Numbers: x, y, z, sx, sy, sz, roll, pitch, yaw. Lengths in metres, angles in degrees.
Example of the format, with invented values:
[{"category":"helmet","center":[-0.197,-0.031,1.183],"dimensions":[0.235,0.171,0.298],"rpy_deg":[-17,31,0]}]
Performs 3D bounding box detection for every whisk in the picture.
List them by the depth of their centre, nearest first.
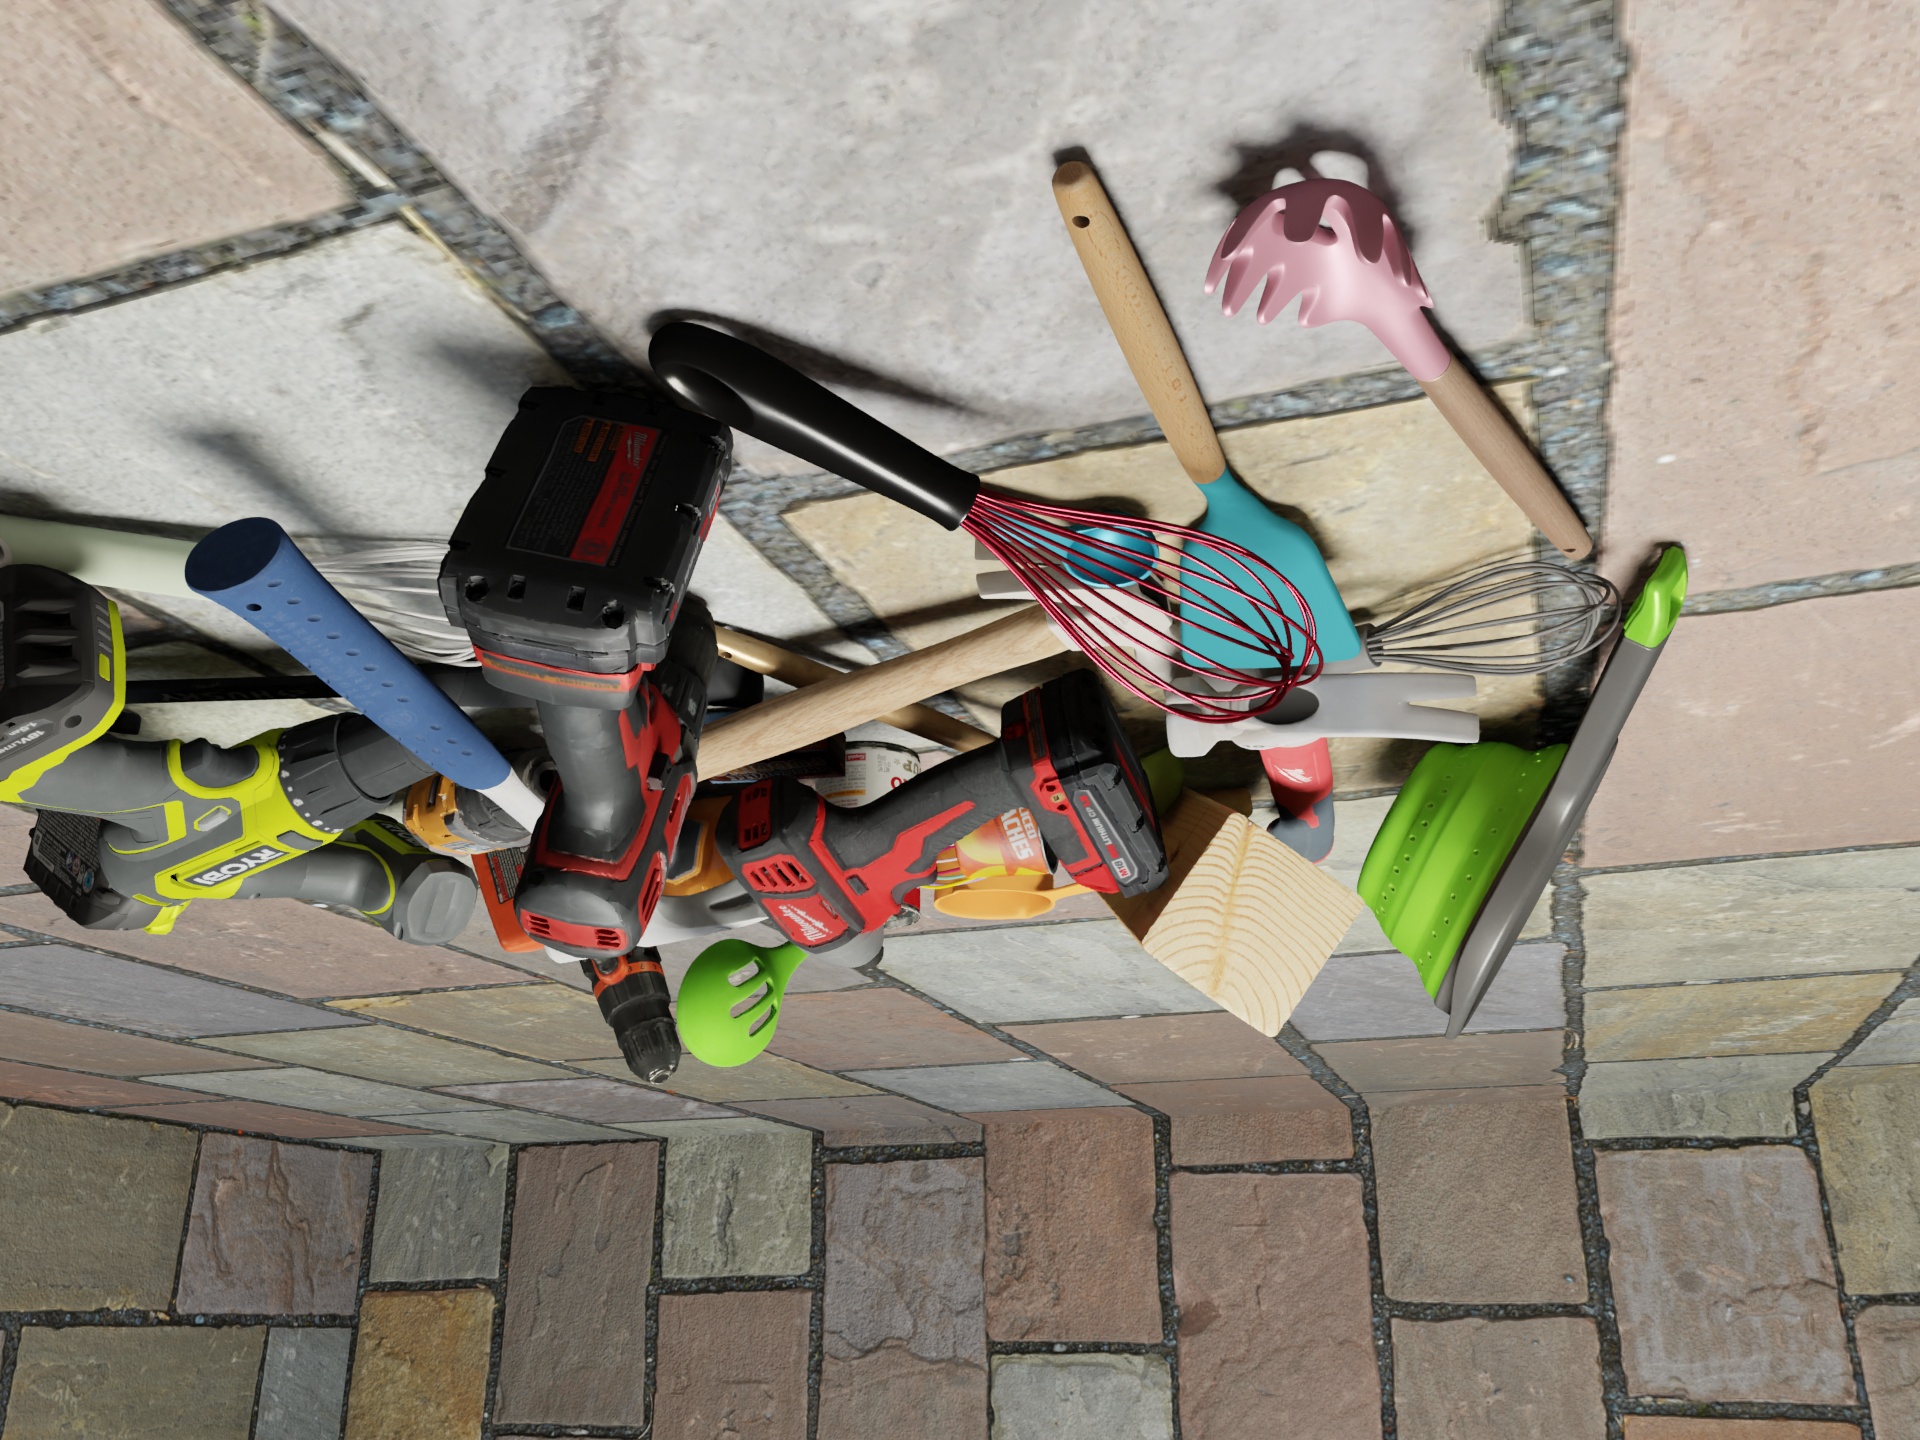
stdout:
[{"category":"whisk","center":[0.017,-0.074,0.606],"dimensions":[0.295,0.073,0.073],"rpy_deg":[25,151,-20]},{"category":"whisk","center":[-0.314,-0.064,0.711],"dimensions":[0.246,0.059,0.057],"rpy_deg":[8,120,-10]},{"category":"whisk","center":[0.202,-0.034,0.784],"dimensions":[0.239,0.055,0.055],"rpy_deg":[-12,156,39]},{"category":"whisk","center":[0.074,0.078,1.071],"dimensions":[0.245,0.047,0.051],"rpy_deg":[-10,119,12]}]

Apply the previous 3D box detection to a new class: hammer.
[{"category":"hammer","center":[-0.220,0.029,0.776],"dimensions":[0.144,0.035,0.405],"rpy_deg":[-10,150,11]},{"category":"hammer","center":[-0.055,-0.012,0.797],"dimensions":[0.331,0.031,0.129],"rpy_deg":[-19,148,22]},{"category":"hammer","center":[-0.309,-0.016,0.846],"dimensions":[0.409,0.036,0.149],"rpy_deg":[-1,160,2]},{"category":"hammer","center":[0.212,0.037,0.915],"dimensions":[0.143,0.038,0.386],"rpy_deg":[-2,166,14]}]

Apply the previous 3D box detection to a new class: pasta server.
[{"category":"pasta server","center":[0.182,-0.113,0.585],"dimensions":[0.060,0.040,0.316],"rpy_deg":[0,164,37]}]

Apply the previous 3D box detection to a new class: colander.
[{"category":"colander","center":[0.299,0.032,0.886],"dimensions":[0.094,0.204,0.396],"rpy_deg":[29,150,22]}]

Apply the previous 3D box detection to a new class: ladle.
[{"category":"ladle","center":[-0.001,-0.003,0.888],"dimensions":[0.320,0.062,0.078],"rpy_deg":[22,148,-31]}]

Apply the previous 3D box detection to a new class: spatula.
[{"category":"spatula","center":[0.090,-0.100,0.609],"dimensions":[0.082,0.044,0.317],"rpy_deg":[-2,159,22]}]

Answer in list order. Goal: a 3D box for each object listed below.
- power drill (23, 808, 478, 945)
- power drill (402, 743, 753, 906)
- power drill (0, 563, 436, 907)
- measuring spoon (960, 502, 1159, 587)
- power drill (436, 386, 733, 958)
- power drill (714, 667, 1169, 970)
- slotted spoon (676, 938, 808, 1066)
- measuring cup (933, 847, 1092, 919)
[{"category":"power drill","center":[-0.435,0.081,0.979],"dimensions":[0.171,0.080,0.223],"rpy_deg":[20,-177,39]},{"category":"power drill","center":[-0.207,0.065,0.973],"dimensions":[0.226,0.084,0.185],"rpy_deg":[18,162,-31]},{"category":"power drill","center":[-0.373,0.013,0.745],"dimensions":[0.190,0.080,0.228],"rpy_deg":[-22,157,11]},{"category":"measuring spoon","center":[0.026,-0.090,0.683],"dimensions":[0.128,0.021,0.042],"rpy_deg":[16,144,-16]},{"category":"power drill","center":[-0.140,-0.030,0.663],"dimensions":[0.080,0.188,0.226],"rpy_deg":[11,141,0]},{"category":"power drill","center":[-0.007,0.067,0.866],"dimensions":[0.219,0.079,0.143],"rpy_deg":[-19,132,12]},{"category":"slotted spoon","center":[-0.087,0.128,1.008],"dimensions":[0.031,0.070,0.314],"rpy_deg":[-16,-171,24]},{"category":"measuring cup","center":[0.059,0.100,1.131],"dimensions":[0.173,0.052,0.095],"rpy_deg":[-15,155,30]}]
